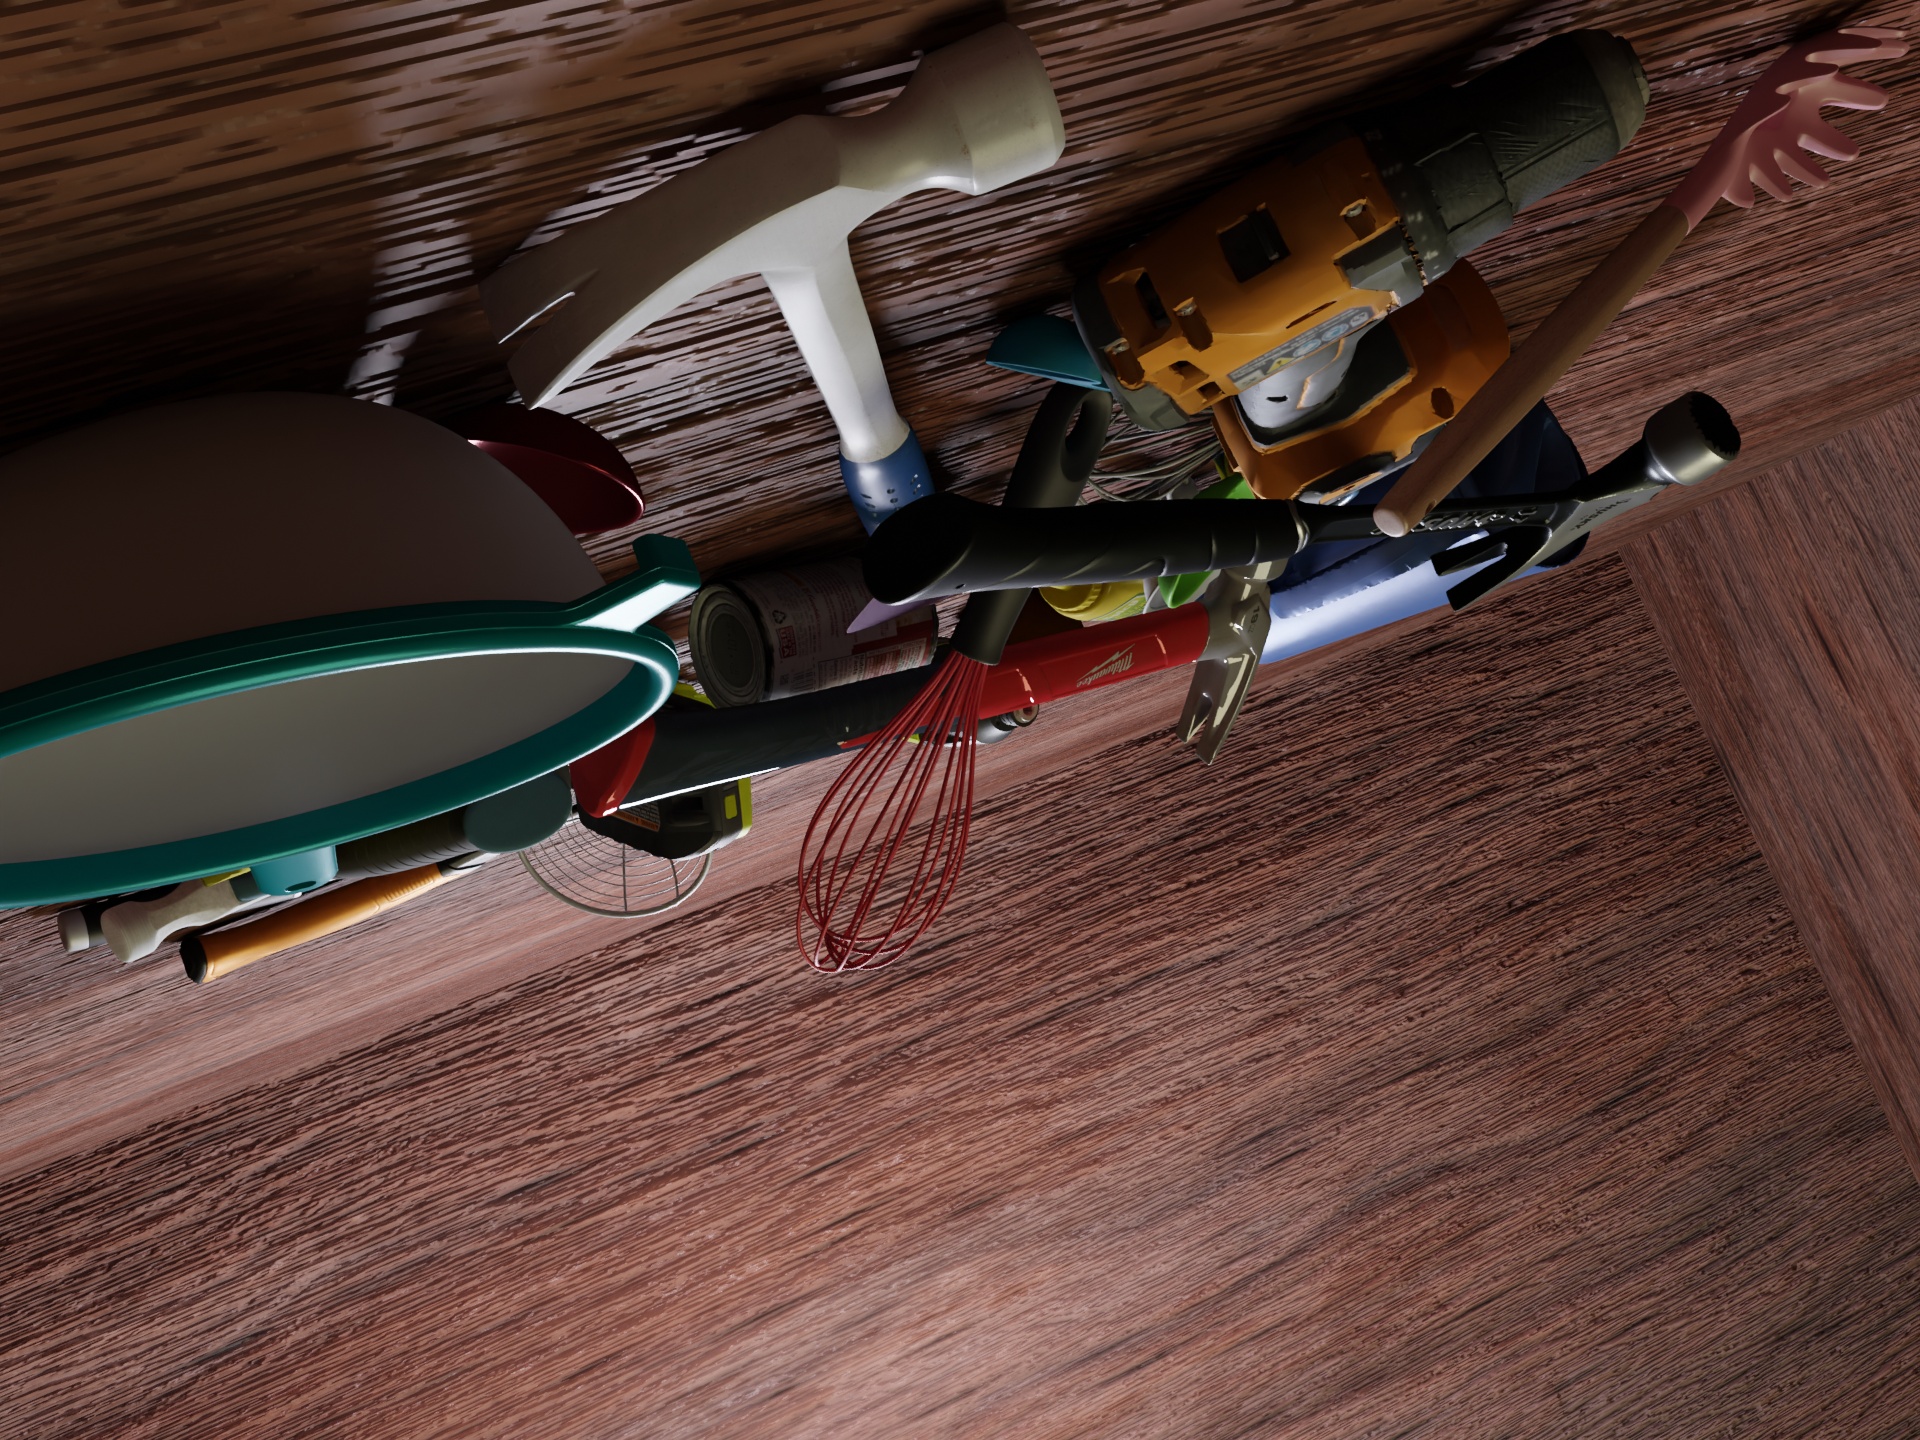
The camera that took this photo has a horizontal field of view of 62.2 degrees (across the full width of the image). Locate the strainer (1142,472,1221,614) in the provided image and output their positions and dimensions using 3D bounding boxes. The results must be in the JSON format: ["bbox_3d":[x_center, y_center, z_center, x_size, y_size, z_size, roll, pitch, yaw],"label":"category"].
[{"bbox_3d":[0.125,-0.104,0.890,0.087,0.050,0.258,-43,169,3],"label":"strainer"}]

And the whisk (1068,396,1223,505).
[{"bbox_3d":[0.138,-0.146,0.766,0.246,0.057,0.059,-21,-152,-36],"label":"whisk"}]

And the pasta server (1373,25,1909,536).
[{"bbox_3d":[0.247,-0.161,0.568,0.316,0.040,0.060,-44,150,-23],"label":"pasta server"}]

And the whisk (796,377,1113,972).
[{"bbox_3d":[-0.002,-0.012,0.685,0.073,0.073,0.295,-10,128,-61],"label":"whisk"}]

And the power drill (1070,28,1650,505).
[{"bbox_3d":[0.156,-0.156,0.586,0.185,0.084,0.226,-27,168,19],"label":"power drill"}]

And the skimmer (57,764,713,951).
[{"bbox_3d":[-0.324,0.097,0.945,0.363,0.090,0.127,-13,131,-39],"label":"skimmer"}]

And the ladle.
[{"bbox_3d":[-0.202,-0.037,0.549,0.069,0.031,0.315,20,150,-35],"label":"ladle"}]

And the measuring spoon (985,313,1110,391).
[{"bbox_3d":[0.053,-0.136,0.600,0.042,0.021,0.128,16,-168,28],"label":"measuring spoon"}]

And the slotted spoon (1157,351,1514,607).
[{"bbox_3d":[0.205,-0.138,0.815,0.314,0.031,0.070,-30,152,-31],"label":"slotted spoon"}]

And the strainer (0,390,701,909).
[{"bbox_3d":[-0.208,-0.011,0.466,0.211,0.095,0.340,-15,173,-23],"label":"strainer"}]

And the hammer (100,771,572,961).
[{"bbox_3d":[-0.292,0.065,0.761,0.331,0.033,0.128,-14,-169,43],"label":"hammer"}]

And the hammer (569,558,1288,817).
[{"bbox_3d":[-0.001,-0.002,0.769,0.386,0.038,0.143,-15,133,-32],"label":"hammer"}]

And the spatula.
[{"bbox_3d":[0.044,-0.092,0.782,0.059,0.018,0.316,-46,170,32],"label":"spatula"}]

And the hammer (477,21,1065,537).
[{"bbox_3d":[-0.037,-0.101,0.556,0.144,0.035,0.405,-23,173,0],"label":"hammer"}]

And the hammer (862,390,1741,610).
[{"bbox_3d":[0.139,-0.076,0.630,0.408,0.036,0.149,-9,161,-36],"label":"hammer"}]

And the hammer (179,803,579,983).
[{"bbox_3d":[-0.370,0.106,1.107,0.337,0.034,0.127,-22,172,-7],"label":"hammer"}]

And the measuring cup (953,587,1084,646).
[{"bbox_3d":[0.066,-0.066,1.104,0.173,0.052,0.095,-18,172,-47],"label":"measuring cup"}]

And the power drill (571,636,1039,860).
[{"bbox_3d":[-0.082,0.001,0.849,0.223,0.080,0.171,-17,-162,-37],"label":"power drill"}]
